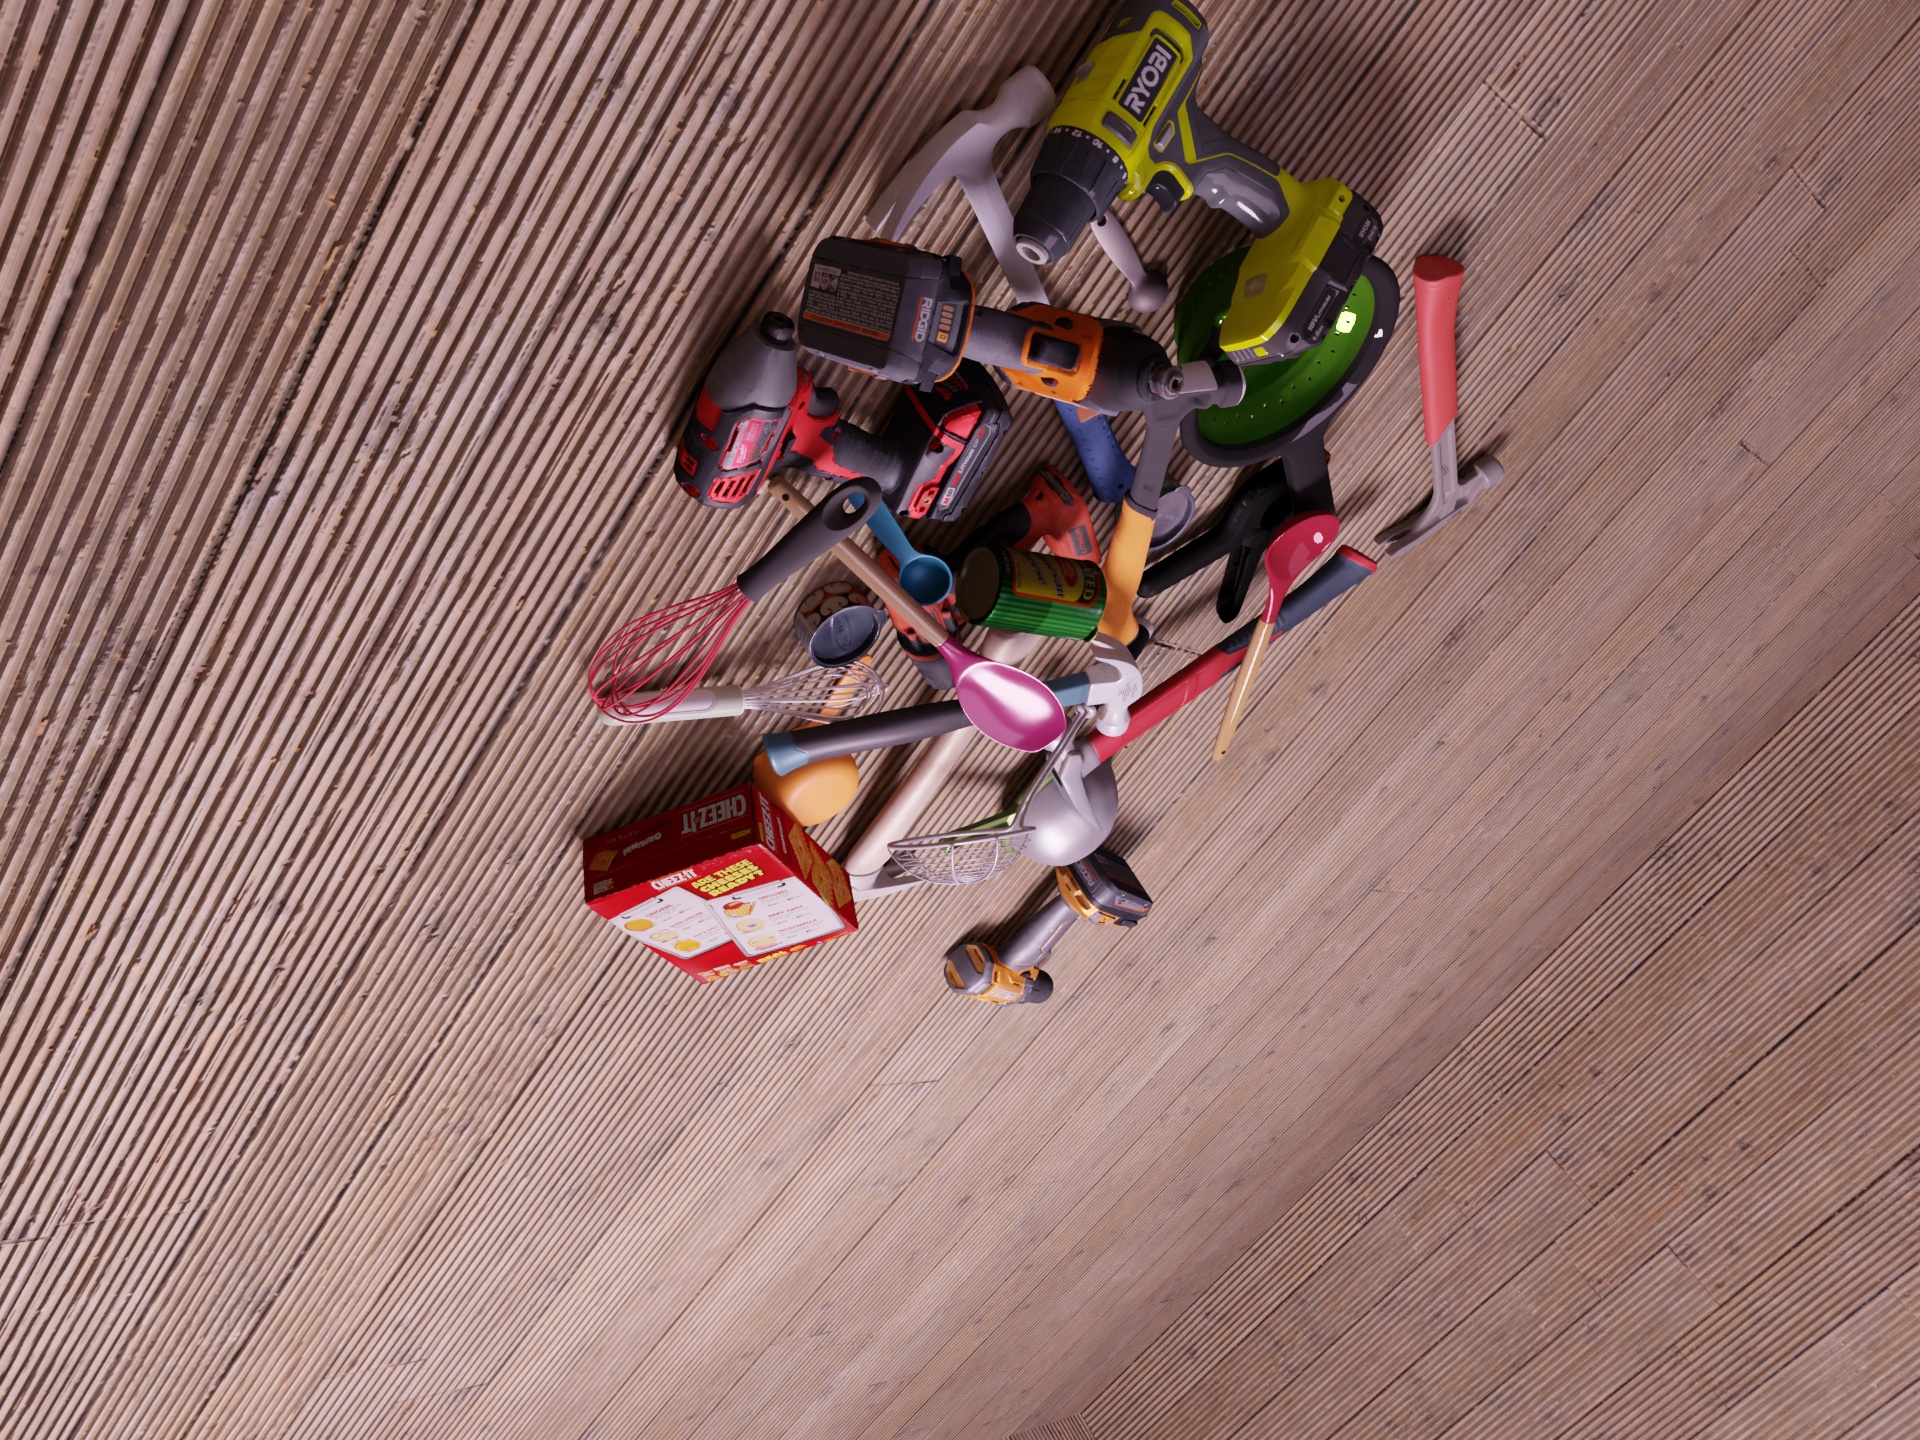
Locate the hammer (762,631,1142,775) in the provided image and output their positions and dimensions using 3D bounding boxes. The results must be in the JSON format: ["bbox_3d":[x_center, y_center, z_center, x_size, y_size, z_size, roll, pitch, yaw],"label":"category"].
[{"bbox_3d":[-0.002,-0.004,1.325,0.331,0.033,0.128,-12,145,-15],"label":"hammer"}]

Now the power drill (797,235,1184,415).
[{"bbox_3d":[0.029,-0.246,1.028,0.226,0.164,0.084,2,108,-41],"label":"power drill"}]

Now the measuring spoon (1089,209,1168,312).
[{"bbox_3d":[0.127,-0.344,1.192,0.034,0.018,0.124,-42,145,8],"label":"measuring spoon"}]

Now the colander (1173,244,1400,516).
[{"bbox_3d":[0.260,-0.275,1.332,0.204,0.095,0.396,-35,151,1],"label":"colander"}]

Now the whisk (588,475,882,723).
[{"bbox_3d":[-0.167,-0.085,1.148,0.296,0.073,0.073,-35,149,25],"label":"whisk"}]

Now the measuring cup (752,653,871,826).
[{"bbox_3d":[-0.112,0.022,1.383,0.095,0.052,0.173,4,131,-44],"label":"measuring cup"}]

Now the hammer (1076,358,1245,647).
[{"bbox_3d":[0.134,-0.157,1.282,0.127,0.034,0.336,-11,150,-10],"label":"hammer"}]

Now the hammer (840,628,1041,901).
[{"bbox_3d":[-0.017,0.039,1.450,0.146,0.038,0.410,-8,146,-38],"label":"hammer"}]

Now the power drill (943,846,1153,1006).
[{"bbox_3d":[0.111,0.249,1.831,0.226,0.084,0.185,-42,146,15],"label":"power drill"}]

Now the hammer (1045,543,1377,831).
[{"bbox_3d":[0.254,-0.044,1.569,0.386,0.038,0.143,-34,129,-9],"label":"hammer"}]

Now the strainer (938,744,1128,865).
[{"bbox_3d":[0.082,0.110,1.606,0.256,0.069,0.151,-16,143,-47],"label":"strainer"}]

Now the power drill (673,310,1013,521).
[{"bbox_3d":[-0.081,-0.212,1.114,0.219,0.079,0.143,-1,136,-36],"label":"power drill"}]

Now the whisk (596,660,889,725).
[{"bbox_3d":[-0.171,-0.017,1.284,0.246,0.058,0.059,-5,170,-27],"label":"whisk"}]

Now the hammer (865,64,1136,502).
[{"bbox_3d":[0.060,-0.286,1.186,0.144,0.035,0.405,-37,146,0],"label":"hammer"}]

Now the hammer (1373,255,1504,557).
[{"bbox_3d":[0.449,-0.299,1.516,0.149,0.037,0.358,-35,146,-2],"label":"hammer"}]

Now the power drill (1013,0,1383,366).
[{"bbox_3d":[0.153,-0.337,1.051,0.228,0.080,0.190,33,81,-23],"label":"power drill"}]

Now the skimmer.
[{"bbox_3d":[0.069,0.012,1.430,0.090,0.127,0.363,51,56,-23],"label":"skimmer"}]

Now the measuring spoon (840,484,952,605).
[{"bbox_3d":[-0.053,-0.144,1.226,0.042,0.021,0.128,-34,109,11],"label":"measuring spoon"}]

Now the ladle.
[{"bbox_3d":[0.284,-0.075,1.497,0.069,0.031,0.315,-8,136,-21],"label":"ladle"}]

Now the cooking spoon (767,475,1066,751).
[{"bbox_3d":[-0.031,-0.079,1.233,0.068,0.017,0.318,-36,118,23],"label":"cooking spoon"}]
